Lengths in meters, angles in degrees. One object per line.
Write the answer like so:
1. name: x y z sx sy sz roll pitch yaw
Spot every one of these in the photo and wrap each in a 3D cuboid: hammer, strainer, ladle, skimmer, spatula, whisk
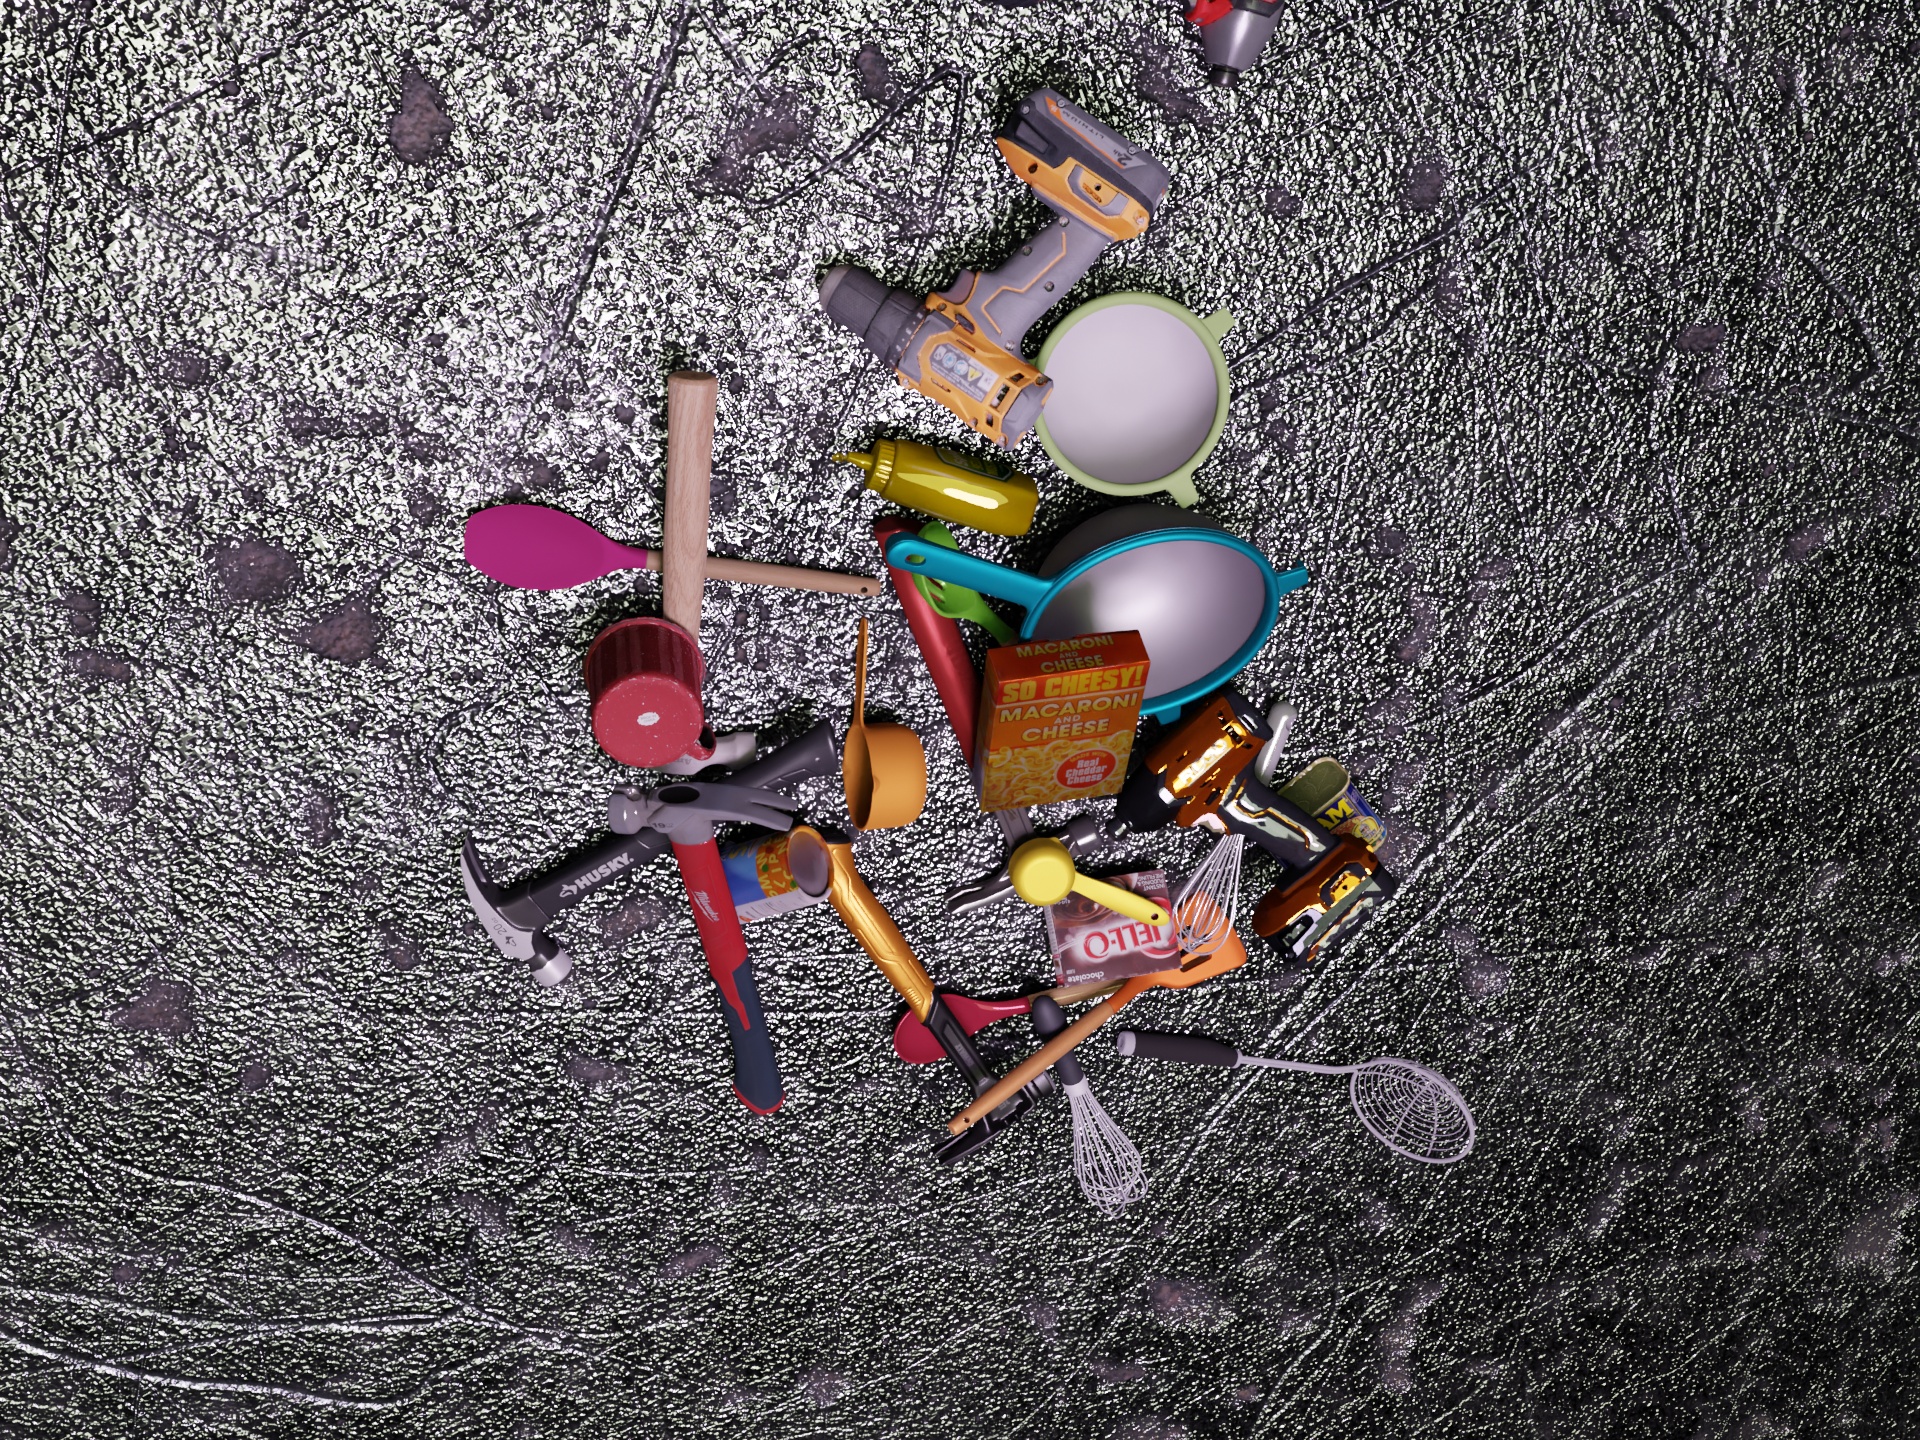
1. hammer: -0.244 0.088 1.282 0.335 0.035 0.146 -29 118 9
2. strainer: 0.076 -0.258 1.221 0.256 0.069 0.151 11 98 1
3. hammer: -0.002 -0.004 1.325 0.149 0.037 0.358 -24 118 -3
4. ladle: 0.088 0.256 1.471 0.315 0.031 0.069 -11 117 -11
5. skimmer: 0.324 0.362 1.543 0.363 0.090 0.127 11 142 -16
6. spatula: 0.119 0.270 1.426 0.322 0.041 0.081 -33 91 -24
7. hammer: -0.048 0.237 1.397 0.127 0.034 0.336 -34 109 -7
8. hammer: -0.176 0.200 1.308 0.143 0.038 0.385 2 132 11
9. whisk: 0.117 0.365 1.500 0.070 0.070 0.284 -24 120 -3
10. hammer: -0.213 -0.103 1.209 0.130 0.031 0.331 0 121 -13
11. strainer: 0.086 -0.116 1.240 0.340 0.095 0.211 14 134 -29
12. whisk: 0.247 0.097 1.416 0.057 0.059 0.246 -1 114 -54

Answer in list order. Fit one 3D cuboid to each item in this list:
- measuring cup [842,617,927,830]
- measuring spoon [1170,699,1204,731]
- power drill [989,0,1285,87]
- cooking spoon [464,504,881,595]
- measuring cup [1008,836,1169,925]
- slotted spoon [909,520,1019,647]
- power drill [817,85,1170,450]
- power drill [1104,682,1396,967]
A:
1. measuring cup: -0.060 0.003 1.299 0.052 0.095 0.173 0 96 -20
2. measuring spoon: 0.233 0.032 1.408 0.042 0.021 0.128 -41 117 6
3. power drill: 0.128 -0.529 1.100 0.219 0.079 0.143 4 113 -19
4. cooking spoon: -0.217 -0.121 1.227 0.318 0.017 0.068 6 118 -16
5. measuring cup: 0.115 0.151 1.378 0.156 0.029 0.062 23 106 -12
6. slotted spoon: 0.051 -0.052 1.295 0.031 0.070 0.313 -13 139 36
7. power drill: 0.021 -0.335 1.143 0.185 0.084 0.226 34 101 1
8. power drill: 0.241 0.101 1.356 0.164 0.084 0.226 -42 99 6
